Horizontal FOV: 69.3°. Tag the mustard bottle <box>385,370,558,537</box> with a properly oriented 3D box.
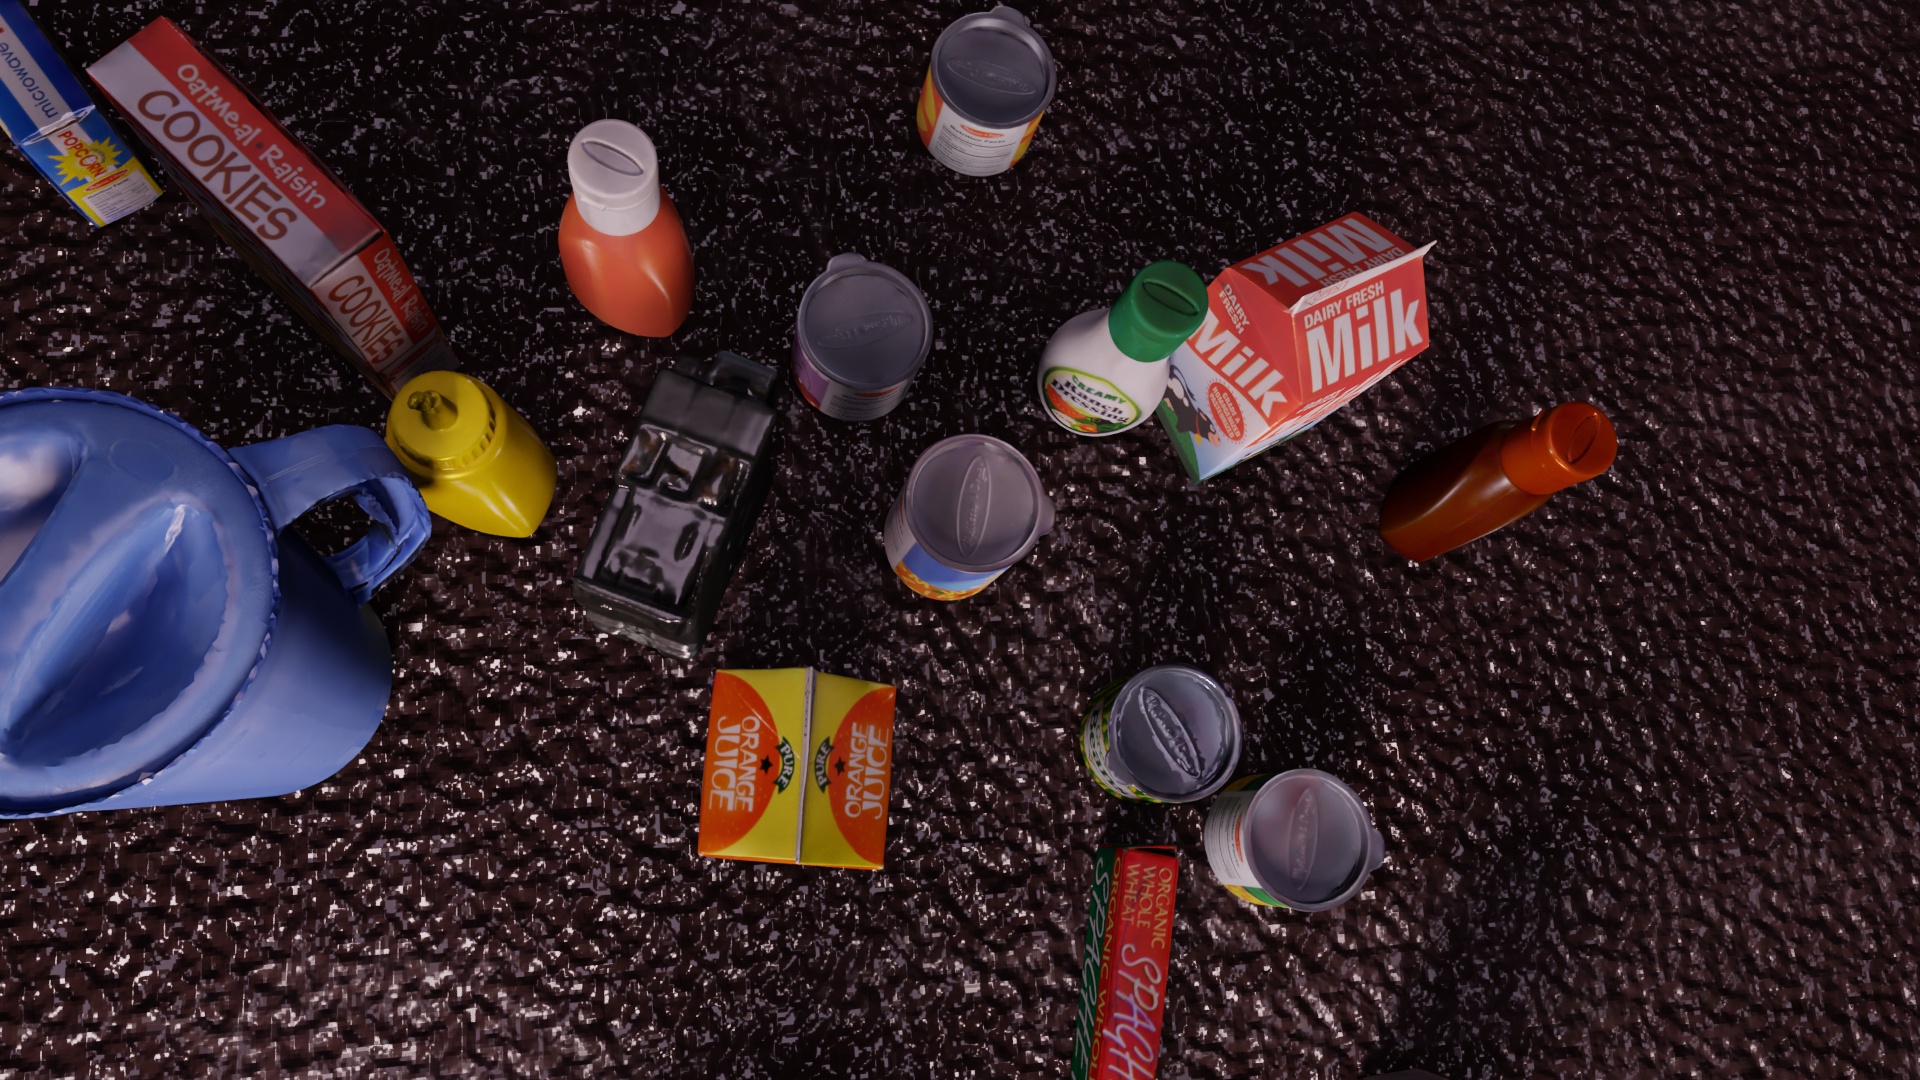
[{"bbox_3d":[-0.215,-0.040,0.603,0.065,0.160,0.049,18,76,-6],"label":"mustard bottle"}]

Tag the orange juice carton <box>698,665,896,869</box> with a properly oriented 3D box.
[{"bbox_3d":[-0.071,0.098,0.582,0.073,0.192,0.072,6,77,-9],"label":"orange juice carton"}]

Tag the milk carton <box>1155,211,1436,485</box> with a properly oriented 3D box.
[{"bbox_3d":[0.155,-0.093,0.666,0.072,0.190,0.073,-25,84,-14],"label":"milk carton"}]

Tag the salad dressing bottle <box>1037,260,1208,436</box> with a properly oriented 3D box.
[{"bbox_3d":[0.078,-0.092,0.674,0.064,0.147,0.044,28,75,-3],"label":"salad dressing bottle"}]

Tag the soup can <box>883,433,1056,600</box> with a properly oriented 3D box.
[{"bbox_3d":[0.002,-0.008,0.675,0.071,0.083,0.071,2,78,-10],"label":"soup can"}]

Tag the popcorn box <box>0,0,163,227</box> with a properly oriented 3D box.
[{"bbox_3d":[-0.434,-0.218,0.642,0.038,0.085,0.127,-37,86,-15],"label":"popcorn box"}]

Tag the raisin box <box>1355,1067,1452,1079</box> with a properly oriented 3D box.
[{"bbox_3d":[0.230,0.296,0.629,0.040,0.123,0.086,-3,79,-11],"label":"raisin box"}]

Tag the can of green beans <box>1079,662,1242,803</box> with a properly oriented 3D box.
[{"bbox_3d":[0.097,0.096,0.683,0.071,0.057,0.071,2,78,-10],"label":"can of green beans"}]

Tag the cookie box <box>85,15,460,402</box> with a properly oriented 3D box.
[{"bbox_3d":[-0.289,-0.133,0.607,0.123,0.167,0.040,44,75,1],"label":"cookie box"}]

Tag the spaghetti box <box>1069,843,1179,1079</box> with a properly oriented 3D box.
[{"bbox_3d":[0.068,0.266,0.644,0.029,0.050,0.250,10,76,-8],"label":"spaghetti box"}]

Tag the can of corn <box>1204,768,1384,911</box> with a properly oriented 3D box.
[{"bbox_3d":[0.162,0.147,0.683,0.071,0.058,0.071,2,78,-10],"label":"can of corn"}]

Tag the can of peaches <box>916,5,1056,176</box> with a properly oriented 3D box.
[{"bbox_3d":[0.013,-0.238,0.741,0.071,0.058,0.071,2,78,-10],"label":"can of peaches"}]

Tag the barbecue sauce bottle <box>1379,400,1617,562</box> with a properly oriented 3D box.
[{"bbox_3d":[0.266,-0.032,0.694,0.043,0.148,0.065,36,75,-1],"label":"barbecue sauce bottle"}]

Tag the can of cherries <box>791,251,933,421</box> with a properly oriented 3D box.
[{"bbox_3d":[-0.051,-0.101,0.699,0.071,0.058,0.071,2,78,-10],"label":"can of cherries"}]

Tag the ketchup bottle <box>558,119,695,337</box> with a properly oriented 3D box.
[{"bbox_3d":[-0.156,-0.142,0.642,0.065,0.148,0.043,26,75,-4],"label":"ketchup bottle"}]
